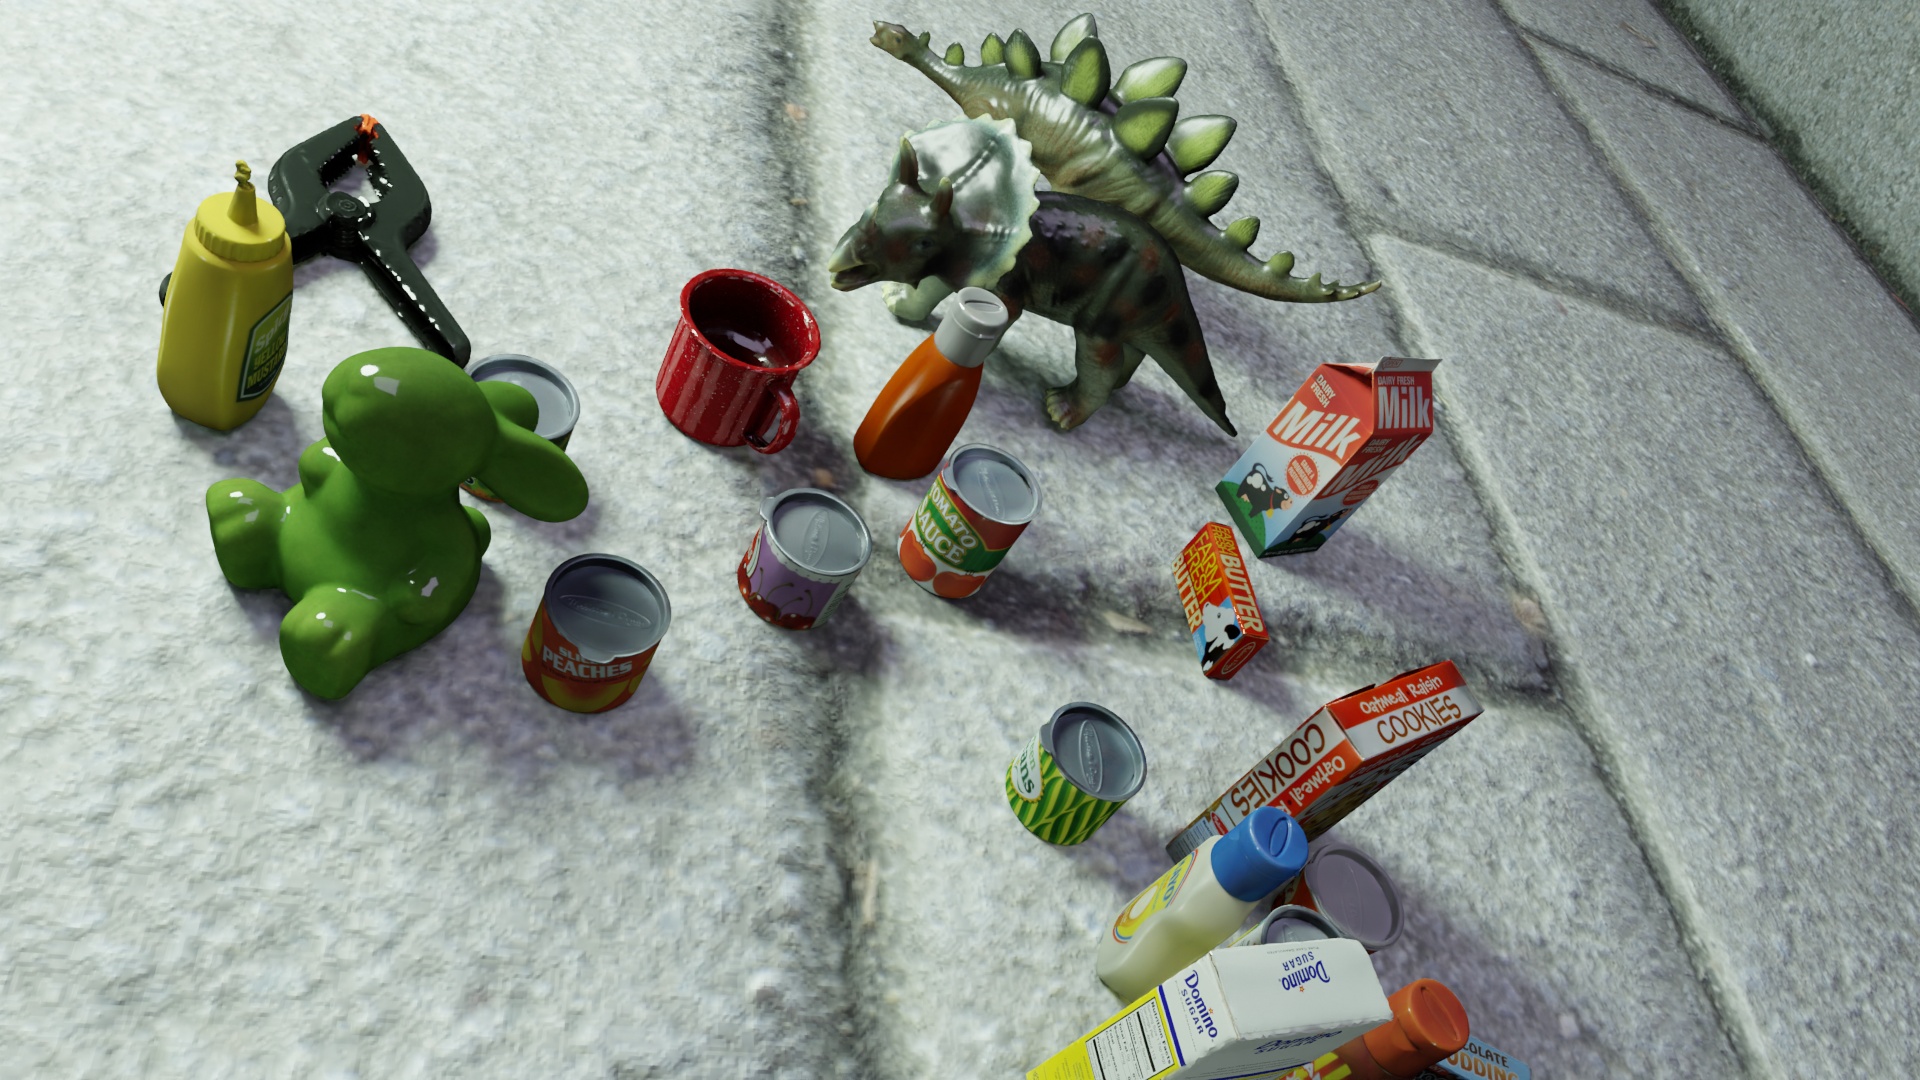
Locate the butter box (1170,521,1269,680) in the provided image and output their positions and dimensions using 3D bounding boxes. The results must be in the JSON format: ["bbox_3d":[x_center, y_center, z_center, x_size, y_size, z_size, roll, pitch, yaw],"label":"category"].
[{"bbox_3d":[0.183,0.042,0.989,0.024,0.052,0.104,11,47,-24],"label":"butter box"}]

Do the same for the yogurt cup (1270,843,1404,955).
[{"bbox_3d":[0.227,0.227,0.847,0.072,0.053,0.073,18,45,-18],"label":"yogurt cup"}]

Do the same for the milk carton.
[{"bbox_3d":[0.285,-0.073,1.057,0.072,0.189,0.074,-4,55,-35],"label":"milk carton"}]

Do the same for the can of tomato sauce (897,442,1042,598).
[{"bbox_3d":[0.003,-0.011,0.901,0.071,0.082,0.071,18,45,-18],"label":"can of tomato sauce"}]

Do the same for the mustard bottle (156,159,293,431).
[{"bbox_3d":[-0.372,-0.127,0.709,0.049,0.159,0.066,26,43,-10],"label":"mustard bottle"}]

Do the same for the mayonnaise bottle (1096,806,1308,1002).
[{"bbox_3d":[0.129,0.193,0.745,0.041,0.147,0.065,37,42,2],"label":"mayonnaise bottle"}]

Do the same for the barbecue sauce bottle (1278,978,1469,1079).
[{"bbox_3d":[0.200,0.272,0.718,0.044,0.147,0.065,-11,59,-39],"label":"barbecue sauce bottle"}]

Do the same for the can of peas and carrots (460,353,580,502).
[{"bbox_3d":[-0.261,-0.064,0.798,0.071,0.058,0.071,18,45,-18],"label":"can of peas and carrots"}]

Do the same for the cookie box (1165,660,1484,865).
[{"bbox_3d":[0.216,0.142,0.833,0.123,0.166,0.040,-11,59,-39],"label":"cookie box"}]

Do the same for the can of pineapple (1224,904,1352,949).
[{"bbox_3d":[0.186,0.252,0.795,0.071,0.057,0.071,18,45,-18],"label":"can of pineapple"}]

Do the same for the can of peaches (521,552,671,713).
[{"bbox_3d":[-0.194,0.051,0.735,0.071,0.057,0.071,18,45,-18],"label":"can of peaches"}]

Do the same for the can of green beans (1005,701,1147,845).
[{"bbox_3d":[0.068,0.138,0.823,0.071,0.057,0.071,18,45,-18],"label":"can of green beans"}]

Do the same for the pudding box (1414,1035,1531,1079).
[{"bbox_3d":[0.284,0.310,0.811,0.084,0.049,0.030,29,42,-7],"label":"pudding box"}]

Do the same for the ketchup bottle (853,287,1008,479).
[{"bbox_3d":[-0.016,-0.102,0.922,0.065,0.148,0.044,0,52,-33],"label":"ketchup bottle"}]

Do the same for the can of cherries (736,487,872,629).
[{"bbox_3d":[-0.097,0.010,0.835,0.071,0.058,0.072,18,45,-18],"label":"can of cherries"}]
